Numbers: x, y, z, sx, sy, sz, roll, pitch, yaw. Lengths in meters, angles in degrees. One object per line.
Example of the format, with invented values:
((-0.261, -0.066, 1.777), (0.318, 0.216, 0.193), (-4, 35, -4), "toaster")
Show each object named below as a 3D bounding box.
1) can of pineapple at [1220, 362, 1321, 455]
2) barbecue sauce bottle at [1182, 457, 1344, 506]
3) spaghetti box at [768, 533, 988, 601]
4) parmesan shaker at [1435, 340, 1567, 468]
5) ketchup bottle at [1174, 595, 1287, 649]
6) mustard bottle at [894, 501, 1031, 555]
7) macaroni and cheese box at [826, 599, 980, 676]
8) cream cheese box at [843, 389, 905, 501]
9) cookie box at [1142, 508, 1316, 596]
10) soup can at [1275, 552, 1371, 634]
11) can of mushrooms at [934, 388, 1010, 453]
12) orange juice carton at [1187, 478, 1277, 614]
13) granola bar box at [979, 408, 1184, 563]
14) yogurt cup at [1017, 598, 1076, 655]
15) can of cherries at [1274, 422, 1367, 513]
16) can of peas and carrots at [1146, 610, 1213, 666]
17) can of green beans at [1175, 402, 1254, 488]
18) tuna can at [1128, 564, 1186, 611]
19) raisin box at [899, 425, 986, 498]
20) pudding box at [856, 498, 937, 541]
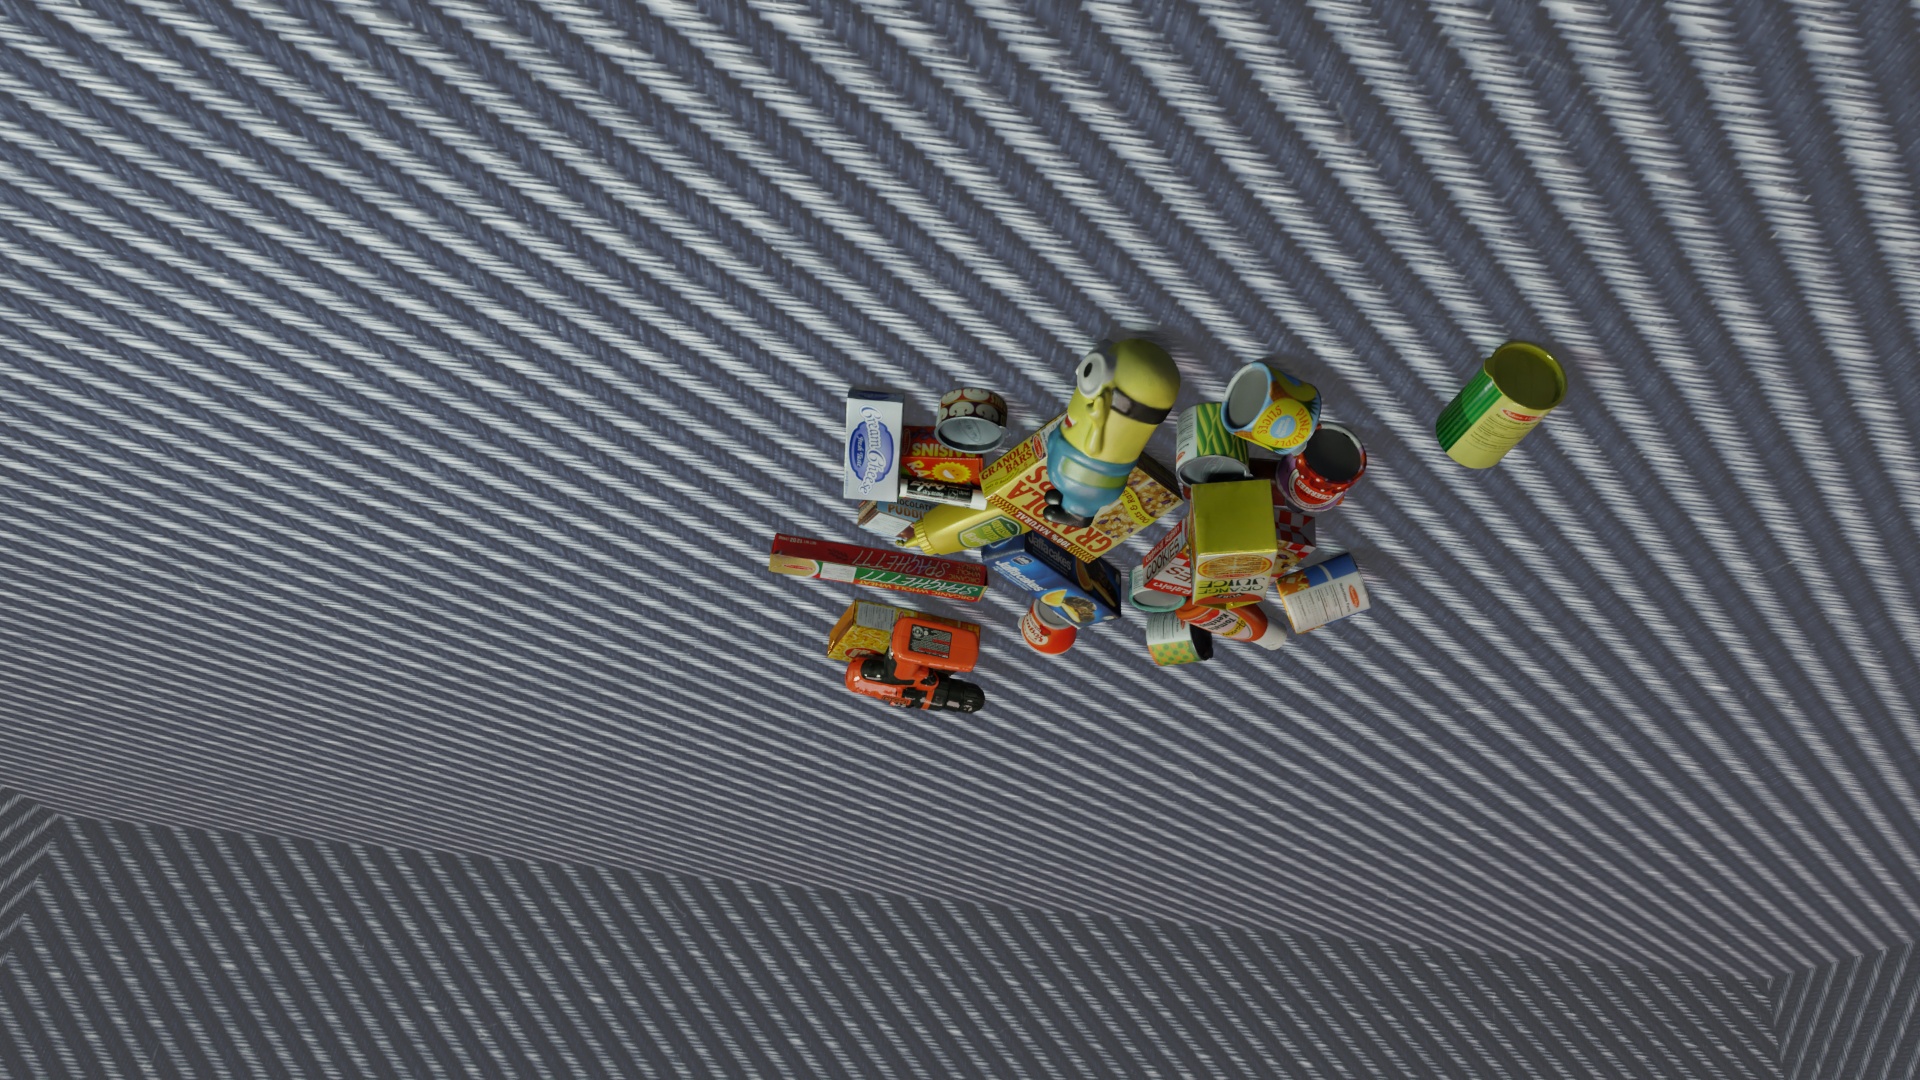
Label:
((0.267, -0.113, 1.196), (0.058, 0.071, 0.070), (19, 150, -25), "can of pineapple")
((0.292, -0.056, 1.333), (0.149, 0.044, 0.064), (4, 167, -1), "barbecue sauce bottle")
((-0.093, 0.033, 1.595), (0.250, 0.029, 0.050), (9, 153, -8), "spaghetti box")
((0.450, -0.113, 1.169), (0.071, 0.071, 0.102), (8, 154, -6), "parmesan shaker")
((0.321, 0.089, 1.622), (0.149, 0.044, 0.064), (23, 143, -33), "ketchup bottle")
((0.005, -0.018, 1.425), (0.160, 0.049, 0.065), (-21, 146, 19), "mustard bottle")
((-0.073, 0.129, 1.773), (0.166, 0.040, 0.123), (13, 153, -16), "macaroni and cheese box")
((-0.081, -0.088, 1.295), (0.053, 0.024, 0.103), (4, 117, 0), "cream cheese box")
((0.283, 0.014, 1.481), (0.123, 0.040, 0.166), (11, 153, -13), "cookie box")
((0.390, 0.057, 1.498), (0.084, 0.071, 0.071), (-21, 148, 8), "soup can")
((0.013, -0.110, 1.285), (0.071, 0.033, 0.070), (4, 153, 2), "can of mushrooms")
((0.257, 0.011, 1.329), (0.073, 0.072, 0.192), (-4, 160, 6), "orange juice carton")
((0.118, -0.052, 1.340), (0.124, 0.039, 0.165), (-35, 137, 25), "granola bar box")
((0.109, 0.095, 1.649), (0.072, 0.073, 0.053), (7, 145, -4), "yogurt cup")
((0.331, -0.065, 1.279), (0.071, 0.072, 0.058), (9, 153, -8), "can of cherries")
((0.262, 0.116, 1.659), (0.058, 0.071, 0.071), (-11, 149, 30), "can of peas and carrots")
((0.231, -0.085, 1.270), (0.071, 0.058, 0.071), (4, 153, 2), "can of green beans")
((0.225, 0.055, 1.581), (0.071, 0.033, 0.070), (4, 153, 2), "tuna can")
((-0.038, -0.075, 1.357), (0.123, 0.040, 0.085), (2, 153, 4), "raisin box")
((-0.062, -0.024, 1.475), (0.084, 0.030, 0.049), (17, 150, -24), "pudding box")
